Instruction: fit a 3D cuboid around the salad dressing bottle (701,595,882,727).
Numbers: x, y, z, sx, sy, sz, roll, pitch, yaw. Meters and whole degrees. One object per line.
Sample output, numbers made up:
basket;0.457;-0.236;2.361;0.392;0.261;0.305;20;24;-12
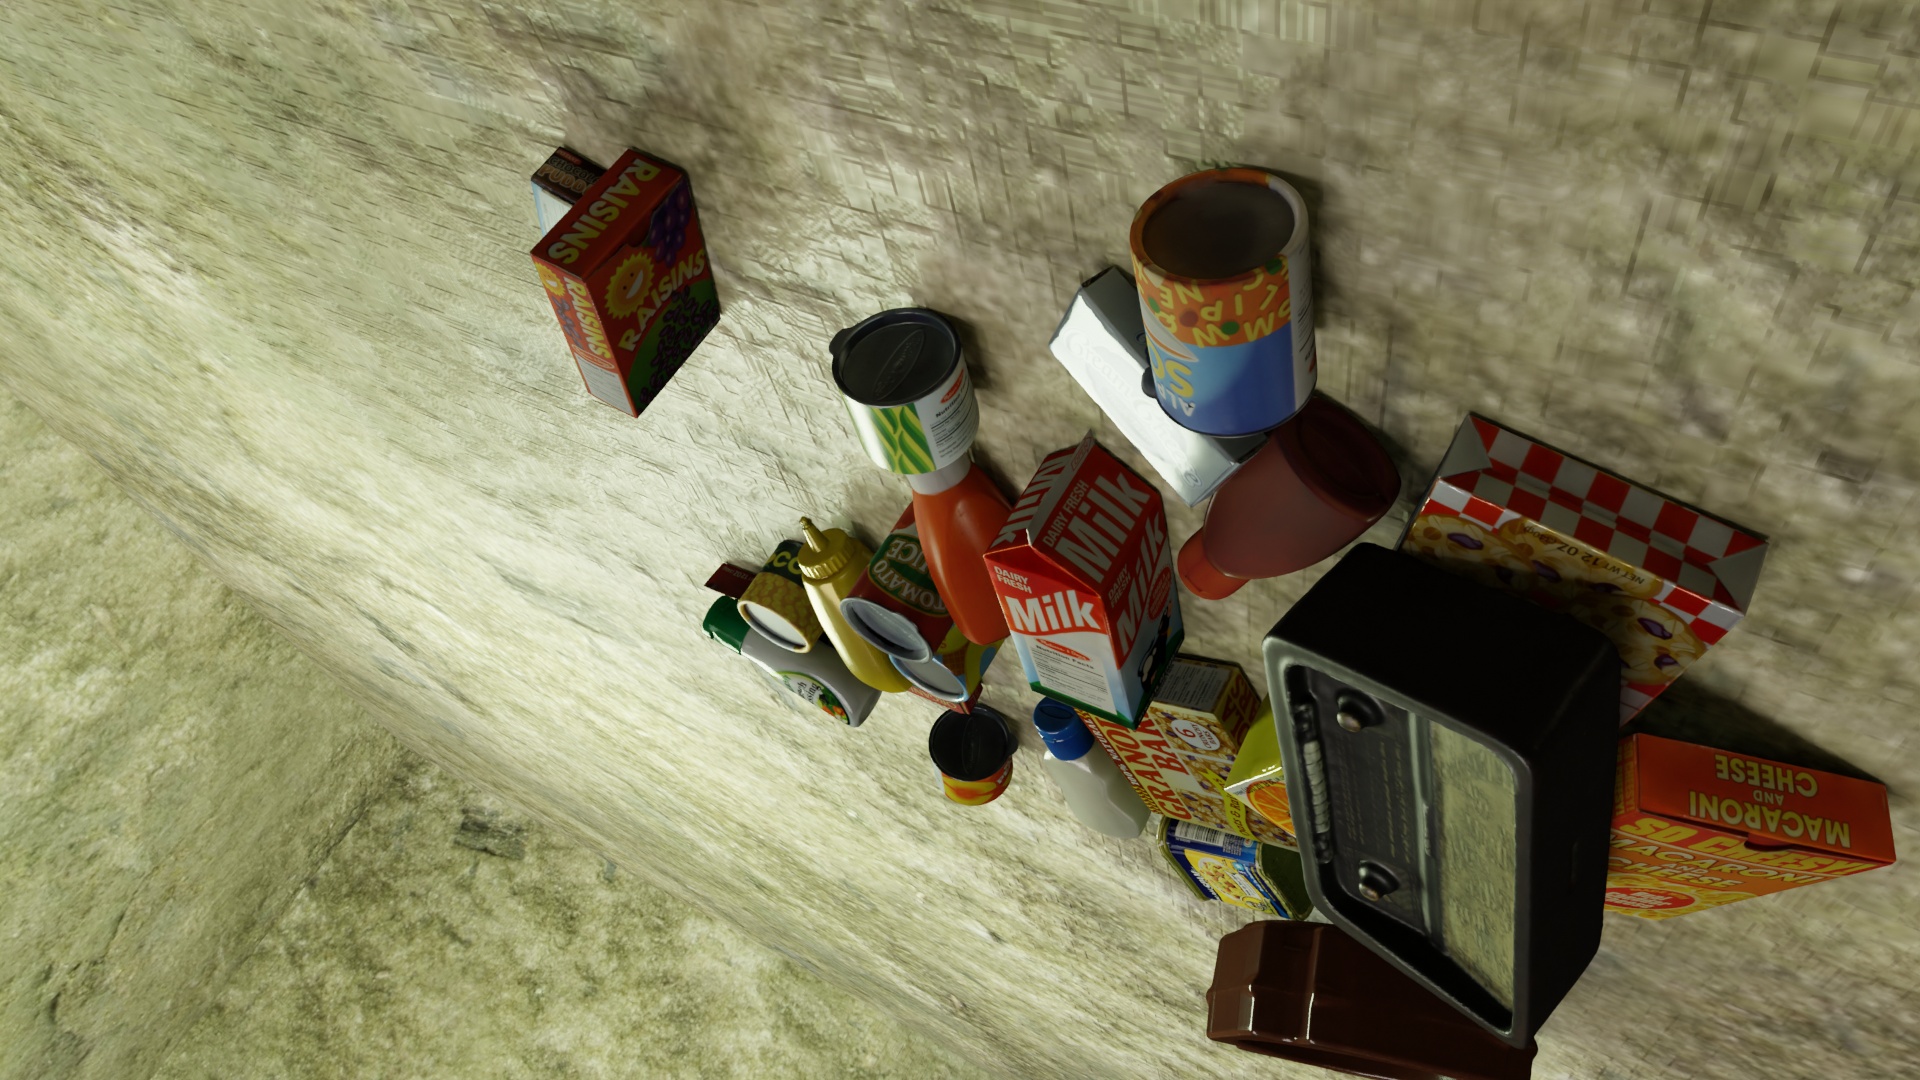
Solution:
salad dressing bottle;-0.133;0.093;1.092;0.148;0.044;0.064;28;154;12

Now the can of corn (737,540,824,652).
can of corn;-0.125;0.042;1.047;0.071;0.058;0.071;26;154;14

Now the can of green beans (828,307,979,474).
can of green beans;-0.027;-0.076;0.714;0.071;0.071;0.057;20;152;25

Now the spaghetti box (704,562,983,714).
spaghetti box;-0.096;0.077;1.109;0.250;0.029;0.050;18;151;28

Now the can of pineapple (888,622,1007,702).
can of pineapple;-0.008;0.070;0.961;0.071;0.058;0.070;26;154;14

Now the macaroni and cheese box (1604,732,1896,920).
macaroni and cheese box;0.335;0.145;0.676;0.124;0.040;0.165;12;155;-6

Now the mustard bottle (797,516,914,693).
mustard bottle;-0.074;0.038;0.981;0.049;0.065;0.159;2;135;39

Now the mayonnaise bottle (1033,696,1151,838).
mayonnaise bottle;0.095;0.169;1.041;0.065;0.041;0.147;11;146;35

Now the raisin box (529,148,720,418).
raisin box;-0.178;-0.137;0.756;0.040;0.086;0.122;27;154;15

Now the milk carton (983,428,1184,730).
milk carton;0.070;0.022;0.771;0.073;0.072;0.189;19;153;26

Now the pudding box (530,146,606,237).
pudding box;-0.211;-0.177;0.788;0.050;0.030;0.083;29;155;6

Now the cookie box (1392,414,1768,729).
cookie box;0.250;0.029;0.613;0.123;0.040;0.166;26;154;14

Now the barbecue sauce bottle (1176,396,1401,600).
barbecue sauce bottle;0.145;-0.011;0.658;0.065;0.044;0.148;46;156;6

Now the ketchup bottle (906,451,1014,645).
ketchup bottle;0.003;-0.010;0.807;0.043;0.065;0.148;39;160;53

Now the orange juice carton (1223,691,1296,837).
orange juice carton;0.257;0.159;0.797;0.193;0.073;0.071;34;154;-3

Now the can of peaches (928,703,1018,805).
can of peaches;0.012;0.173;1.115;0.071;0.071;0.057;24;153;17

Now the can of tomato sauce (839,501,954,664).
can of tomato sauce;-0.026;0.024;0.871;0.071;0.083;0.071;26;153;14

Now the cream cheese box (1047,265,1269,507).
cream cheese box;0.085;-0.066;0.615;0.104;0.024;0.053;50;157;8

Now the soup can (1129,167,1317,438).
soup can;0.100;-0.091;0.538;0.071;0.071;0.083;18;150;28

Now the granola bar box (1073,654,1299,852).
granola bar box;0.152;0.135;0.915;0.124;0.039;0.165;7;144;42
